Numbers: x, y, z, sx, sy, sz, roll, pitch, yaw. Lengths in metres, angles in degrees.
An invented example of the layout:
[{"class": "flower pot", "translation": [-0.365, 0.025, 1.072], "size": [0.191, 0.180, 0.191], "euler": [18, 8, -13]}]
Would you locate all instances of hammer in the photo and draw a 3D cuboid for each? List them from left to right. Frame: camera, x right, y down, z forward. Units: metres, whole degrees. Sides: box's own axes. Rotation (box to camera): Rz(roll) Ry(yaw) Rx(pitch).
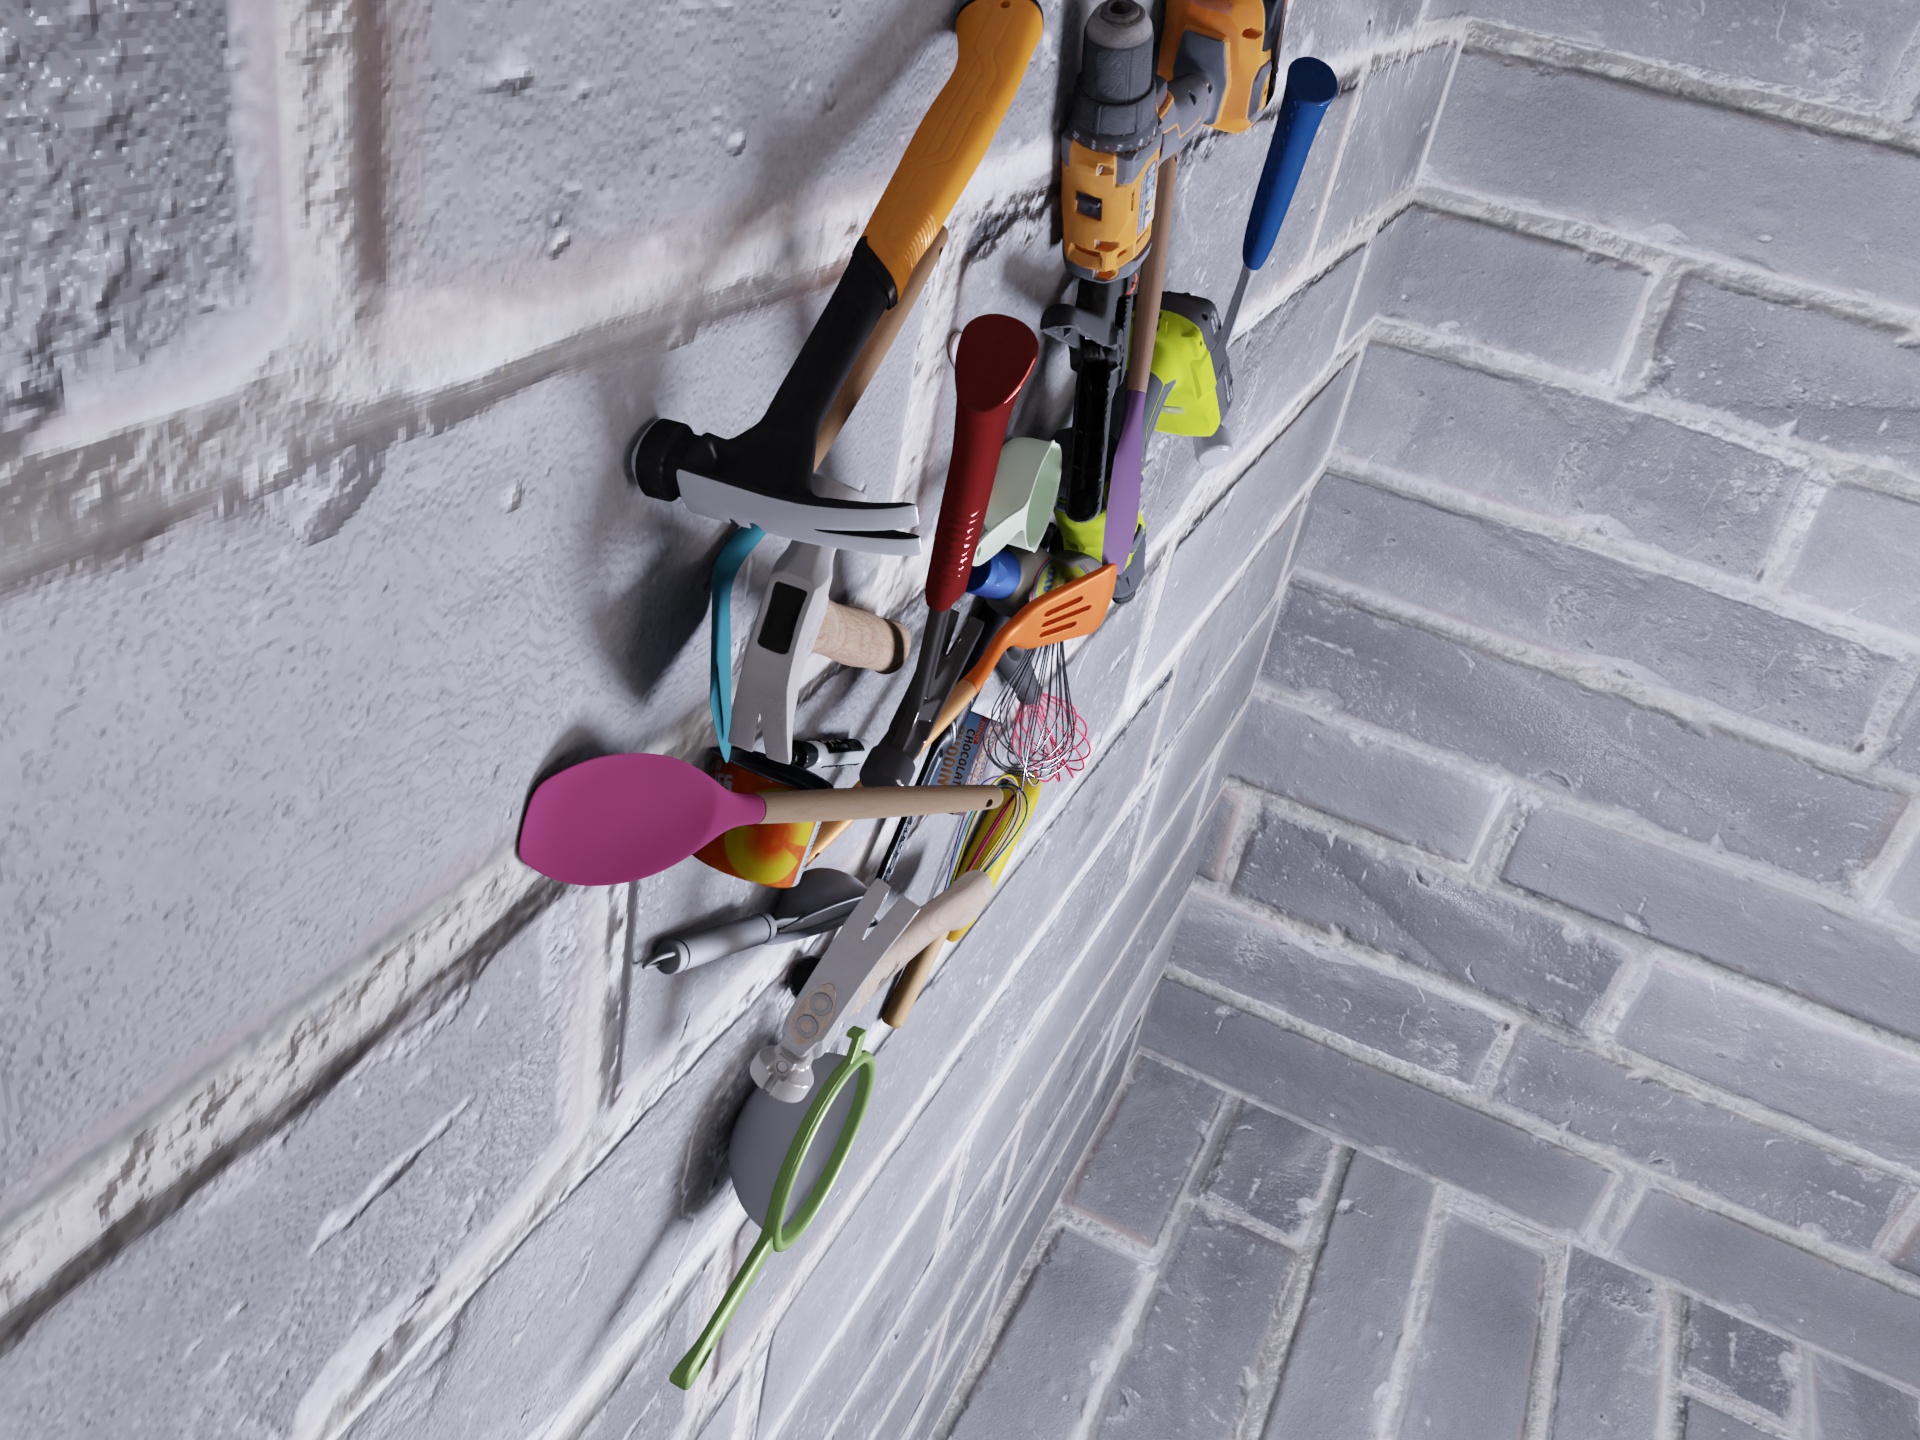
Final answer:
[{"class": "hammer", "translation": [-0.063, -0.044, 0.853], "size": [0.331, 0.031, 0.130], "euler": [3, 107, -84]}, {"class": "hammer", "translation": [-0.022, -0.221, 0.732], "size": [0.034, 0.127, 0.337], "euler": [82, 27, -60]}, {"class": "hammer", "translation": [-0.031, 0.147, 1.130], "size": [0.146, 0.038, 0.410], "euler": [-57, 171, 11]}, {"class": "hammer", "translation": [-0.017, 0.028, 1.201], "size": [0.149, 0.036, 0.409], "euler": [53, 60, -73]}, {"class": "hammer", "translation": [-0.001, -0.095, 0.886], "size": [0.358, 0.037, 0.149], "euler": [105, 8, -59]}, {"class": "hammer", "translation": [0.230, -0.370, 1.277], "size": [0.405, 0.035, 0.144], "euler": [98, -12, -68]}]

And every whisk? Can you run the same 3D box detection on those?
[{"class": "whisk", "translation": [-0.005, 0.160, 1.407], "size": [0.245, 0.051, 0.047], "euler": [-64, 170, -7]}, {"class": "whisk", "translation": [0.064, -0.016, 1.382], "size": [0.073, 0.073, 0.295], "euler": [-64, 158, -15]}, {"class": "whisk", "translation": [0.070, -0.062, 1.257], "size": [0.070, 0.070, 0.285], "euler": [93, 8, -49]}]

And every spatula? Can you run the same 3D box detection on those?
[{"class": "spatula", "translation": [-0.067, -0.131, 0.804], "size": [0.082, 0.044, 0.318], "euler": [95, 20, -67]}, {"class": "spatula", "translation": [-0.002, -0.004, 1.099], "size": [0.323, 0.041, 0.081], "euler": [-46, 162, -29]}, {"class": "spatula", "translation": [0.132, -0.264, 1.157], "size": [0.059, 0.018, 0.316], "euler": [4, 94, -62]}]

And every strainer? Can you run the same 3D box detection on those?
[{"class": "strainer", "translation": [-0.146, 0.331, 1.103], "size": [0.256, 0.069, 0.151], "euler": [-57, 163, -33]}, {"class": "strainer", "translation": [-0.118, 0.124, 0.977], "size": [0.087, 0.050, 0.258], "euler": [-28, 172, 22]}]

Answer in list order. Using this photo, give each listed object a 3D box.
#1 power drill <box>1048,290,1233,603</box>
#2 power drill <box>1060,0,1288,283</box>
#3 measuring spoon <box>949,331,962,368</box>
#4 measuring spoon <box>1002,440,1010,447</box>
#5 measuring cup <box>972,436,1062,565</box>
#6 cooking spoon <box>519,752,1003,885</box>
[{"class": "power drill", "translation": [0.141, -0.216, 1.267], "size": [0.223, 0.080, 0.171], "euler": [-63, 149, -27]}, {"class": "power drill", "translation": [0.136, -0.424, 1.043], "size": [0.226, 0.084, 0.185], "euler": [-55, 160, -27]}, {"class": "measuring spoon", "translation": [0.016, -0.219, 1.012], "size": [0.034, 0.018, 0.124], "euler": [-68, 164, -1]}, {"class": "measuring spoon", "translation": [0.017, -0.172, 1.101], "size": [0.117, 0.011, 0.021], "euler": [-52, 154, -55]}, {"class": "measuring cup", "translation": [0.025, -0.140, 1.068], "size": [0.168, 0.038, 0.083], "euler": [-48, 151, -56]}, {"class": "cooking spoon", "translation": [-0.085, 0.044, 0.814], "size": [0.318, 0.017, 0.068], "euler": [0, 114, -48]}]
